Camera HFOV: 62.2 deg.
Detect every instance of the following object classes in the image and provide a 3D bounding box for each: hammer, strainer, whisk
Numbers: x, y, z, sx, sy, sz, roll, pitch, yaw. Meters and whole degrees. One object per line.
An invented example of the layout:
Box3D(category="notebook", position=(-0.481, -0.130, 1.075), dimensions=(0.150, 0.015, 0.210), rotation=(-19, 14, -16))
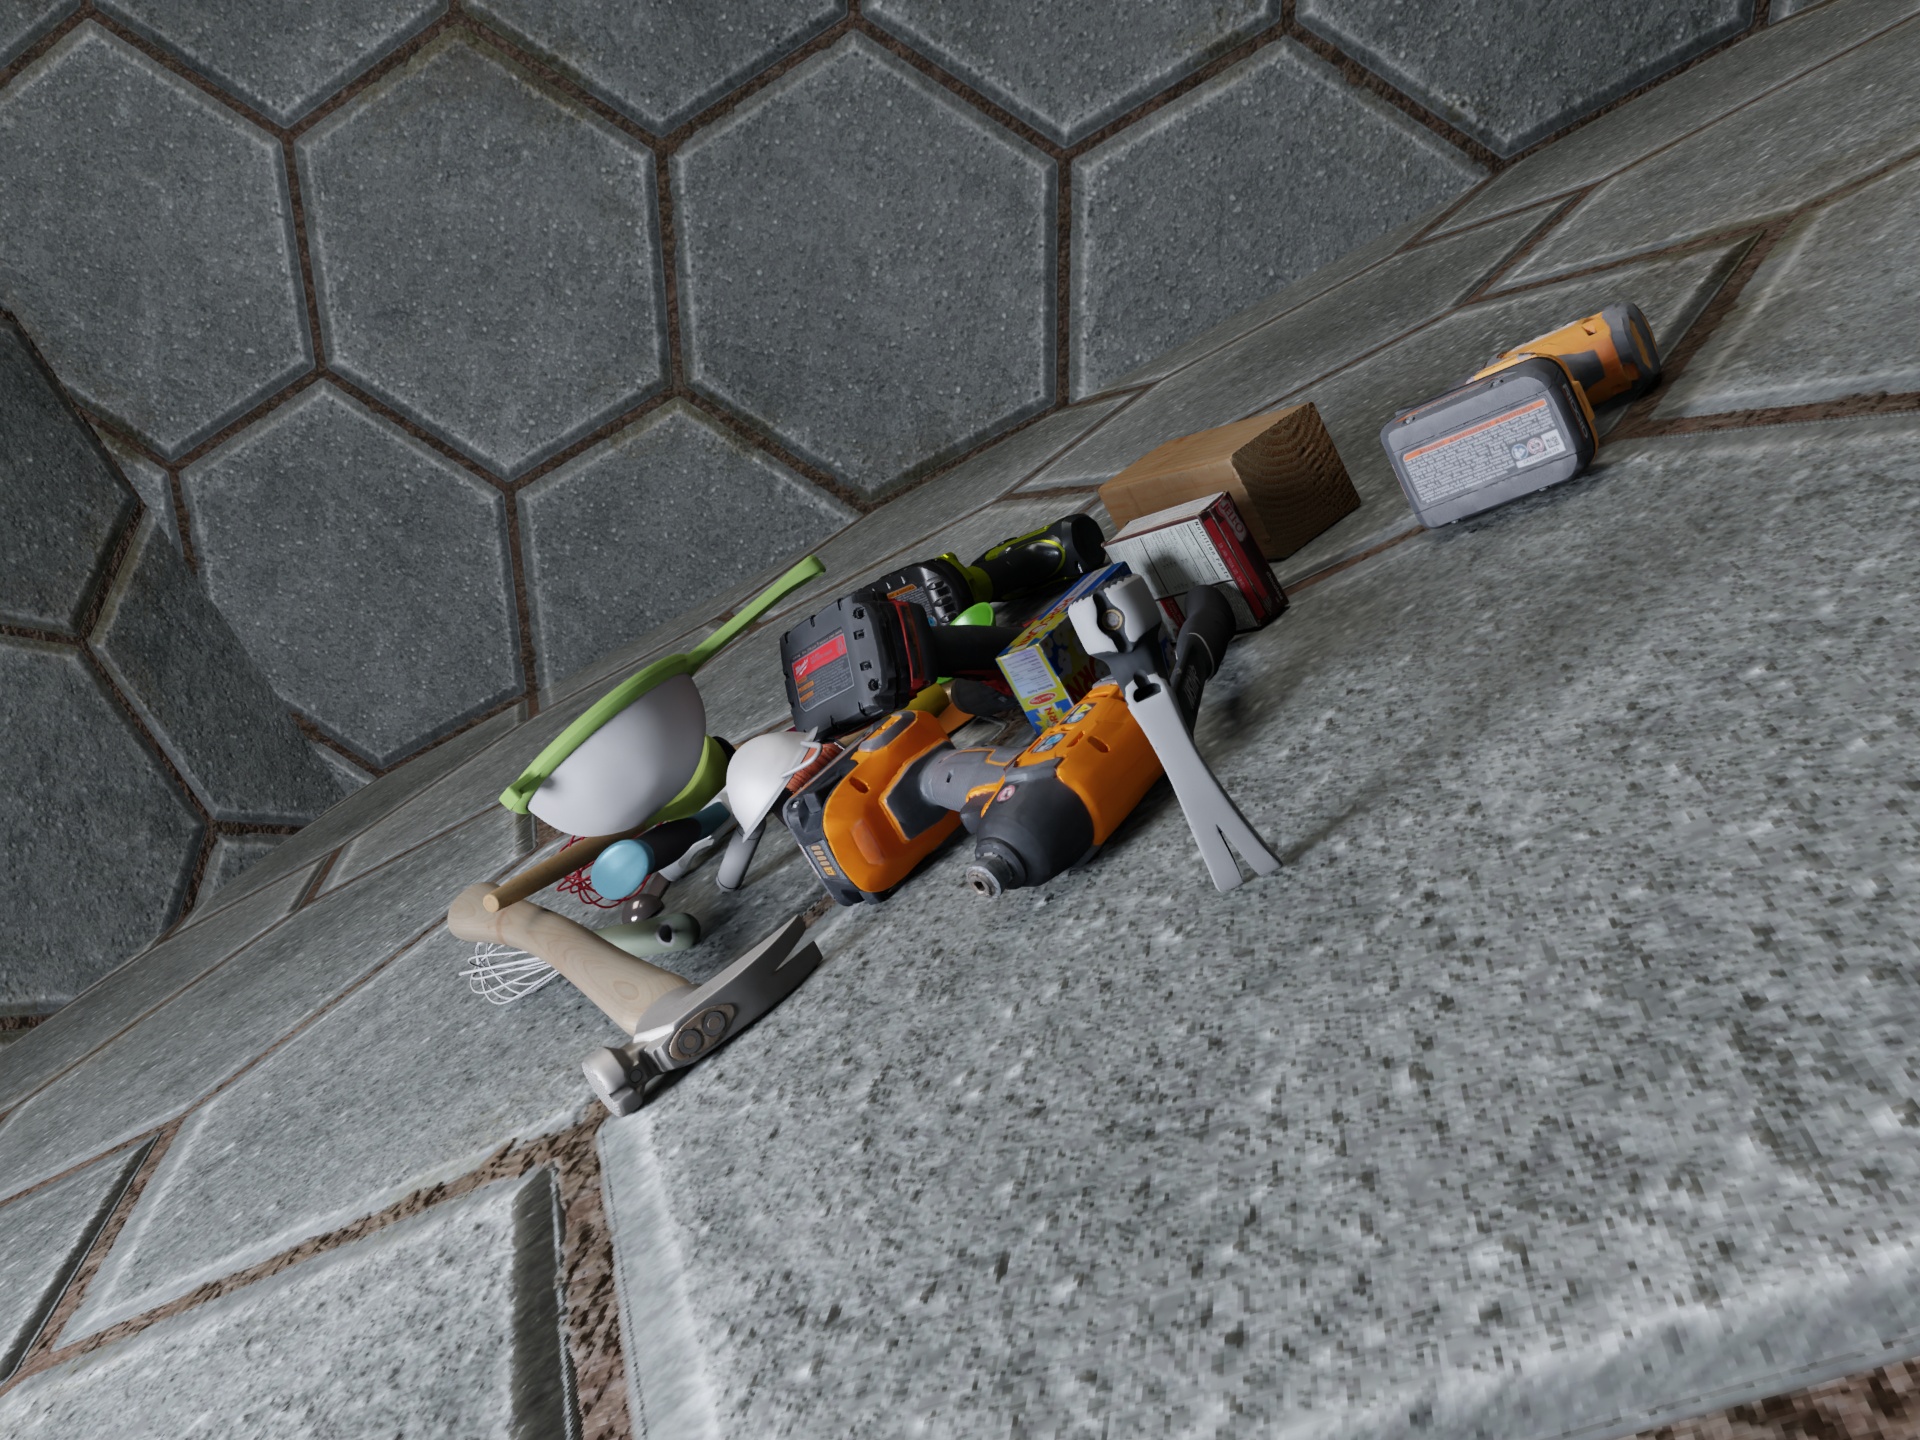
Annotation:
Box3D(category="hammer", position=(-0.197, 0.083, 1.114), dimensions=(0.128, 0.033, 0.331), rotation=(-43, 0, 3))
Box3D(category="strainer", position=(-0.175, -0.005, 1.041), dimensions=(0.256, 0.069, 0.151), rotation=(-40, -2, -5))
Box3D(category="whisk", position=(-0.266, 0.093, 1.376), dimensions=(0.073, 0.073, 0.296), rotation=(-26, 7, 19))
Box3D(category="hammer", position=(-0.242, 0.147, 1.037), dimensions=(0.146, 0.038, 0.411), rotation=(-35, 22, -26))
Box3D(category="hammer", position=(0.131, -0.027, 0.869), dimensions=(0.036, 0.149, 0.409), rotation=(-26, 5, 15))
Box3D(category="whisk", position=(-0.275, 0.166, 1.144), dimensions=(0.246, 0.058, 0.059), rotation=(-15, -8, 36))
Box3D(category="strainer", position=(-0.139, 0.066, 1.054), dimensions=(0.087, 0.050, 0.258), rotation=(-61, 1, -32))

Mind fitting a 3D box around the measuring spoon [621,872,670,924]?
Box3D(category="measuring spoon", position=(-0.246, 0.132, 1.260), dimensions=(0.034, 0.018, 0.124), rotation=(-29, 12, 7))

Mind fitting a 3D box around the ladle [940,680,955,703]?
Box3D(category="ladle", position=(0.037, -0.046, 1.299), dimensions=(0.315, 0.031, 0.069), rotation=(-27, 15, 22))

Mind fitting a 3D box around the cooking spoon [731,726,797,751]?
Box3D(category="cooking spoon", position=(-0.194, 0.028, 1.459), dimensions=(0.319, 0.017, 0.069), rotation=(-12, 21, 47))

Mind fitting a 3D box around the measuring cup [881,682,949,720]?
Box3D(category="measuring cup", position=(-0.066, 0.029, 1.236), dimensions=(0.156, 0.029, 0.062), rotation=(-47, -21, -12))

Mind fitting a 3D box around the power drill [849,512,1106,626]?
Box3D(category="power drill", position=(0.010, -0.124, 1.490), dimensions=(0.171, 0.080, 0.223), rotation=(-17, 7, 45))

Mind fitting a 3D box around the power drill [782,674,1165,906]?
Box3D(category="power drill", position=(0.002, 0.049, 0.906), dimensions=(0.226, 0.084, 0.164), rotation=(-11, 25, 47))

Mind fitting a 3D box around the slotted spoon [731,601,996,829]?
Box3D(category="slotted spoon", position=(-0.093, 0.009, 1.309), dimensions=(0.314, 0.031, 0.070), rotation=(-36, 31, 5))

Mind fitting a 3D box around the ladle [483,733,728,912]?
Box3D(category="ladle", position=(-0.266, 0.077, 1.203), dimensions=(0.078, 0.062, 0.320), rotation=(-49, -6, 24))

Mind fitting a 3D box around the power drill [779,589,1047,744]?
Box3D(category="power drill", position=(-0.011, -0.035, 1.115), dimensions=(0.226, 0.080, 0.188), rotation=(-6, -11, -35))

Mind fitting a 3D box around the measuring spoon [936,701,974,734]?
Box3D(category="measuring spoon", position=(-0.002, -0.004, 1.243), dimensions=(0.117, 0.021, 0.011), rotation=(-39, -14, -34))

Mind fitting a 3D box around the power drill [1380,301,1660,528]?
Box3D(category="power drill", position=(0.358, -0.204, 1.078), dimensions=(0.185, 0.084, 0.226), rotation=(-20, 12, 40))
